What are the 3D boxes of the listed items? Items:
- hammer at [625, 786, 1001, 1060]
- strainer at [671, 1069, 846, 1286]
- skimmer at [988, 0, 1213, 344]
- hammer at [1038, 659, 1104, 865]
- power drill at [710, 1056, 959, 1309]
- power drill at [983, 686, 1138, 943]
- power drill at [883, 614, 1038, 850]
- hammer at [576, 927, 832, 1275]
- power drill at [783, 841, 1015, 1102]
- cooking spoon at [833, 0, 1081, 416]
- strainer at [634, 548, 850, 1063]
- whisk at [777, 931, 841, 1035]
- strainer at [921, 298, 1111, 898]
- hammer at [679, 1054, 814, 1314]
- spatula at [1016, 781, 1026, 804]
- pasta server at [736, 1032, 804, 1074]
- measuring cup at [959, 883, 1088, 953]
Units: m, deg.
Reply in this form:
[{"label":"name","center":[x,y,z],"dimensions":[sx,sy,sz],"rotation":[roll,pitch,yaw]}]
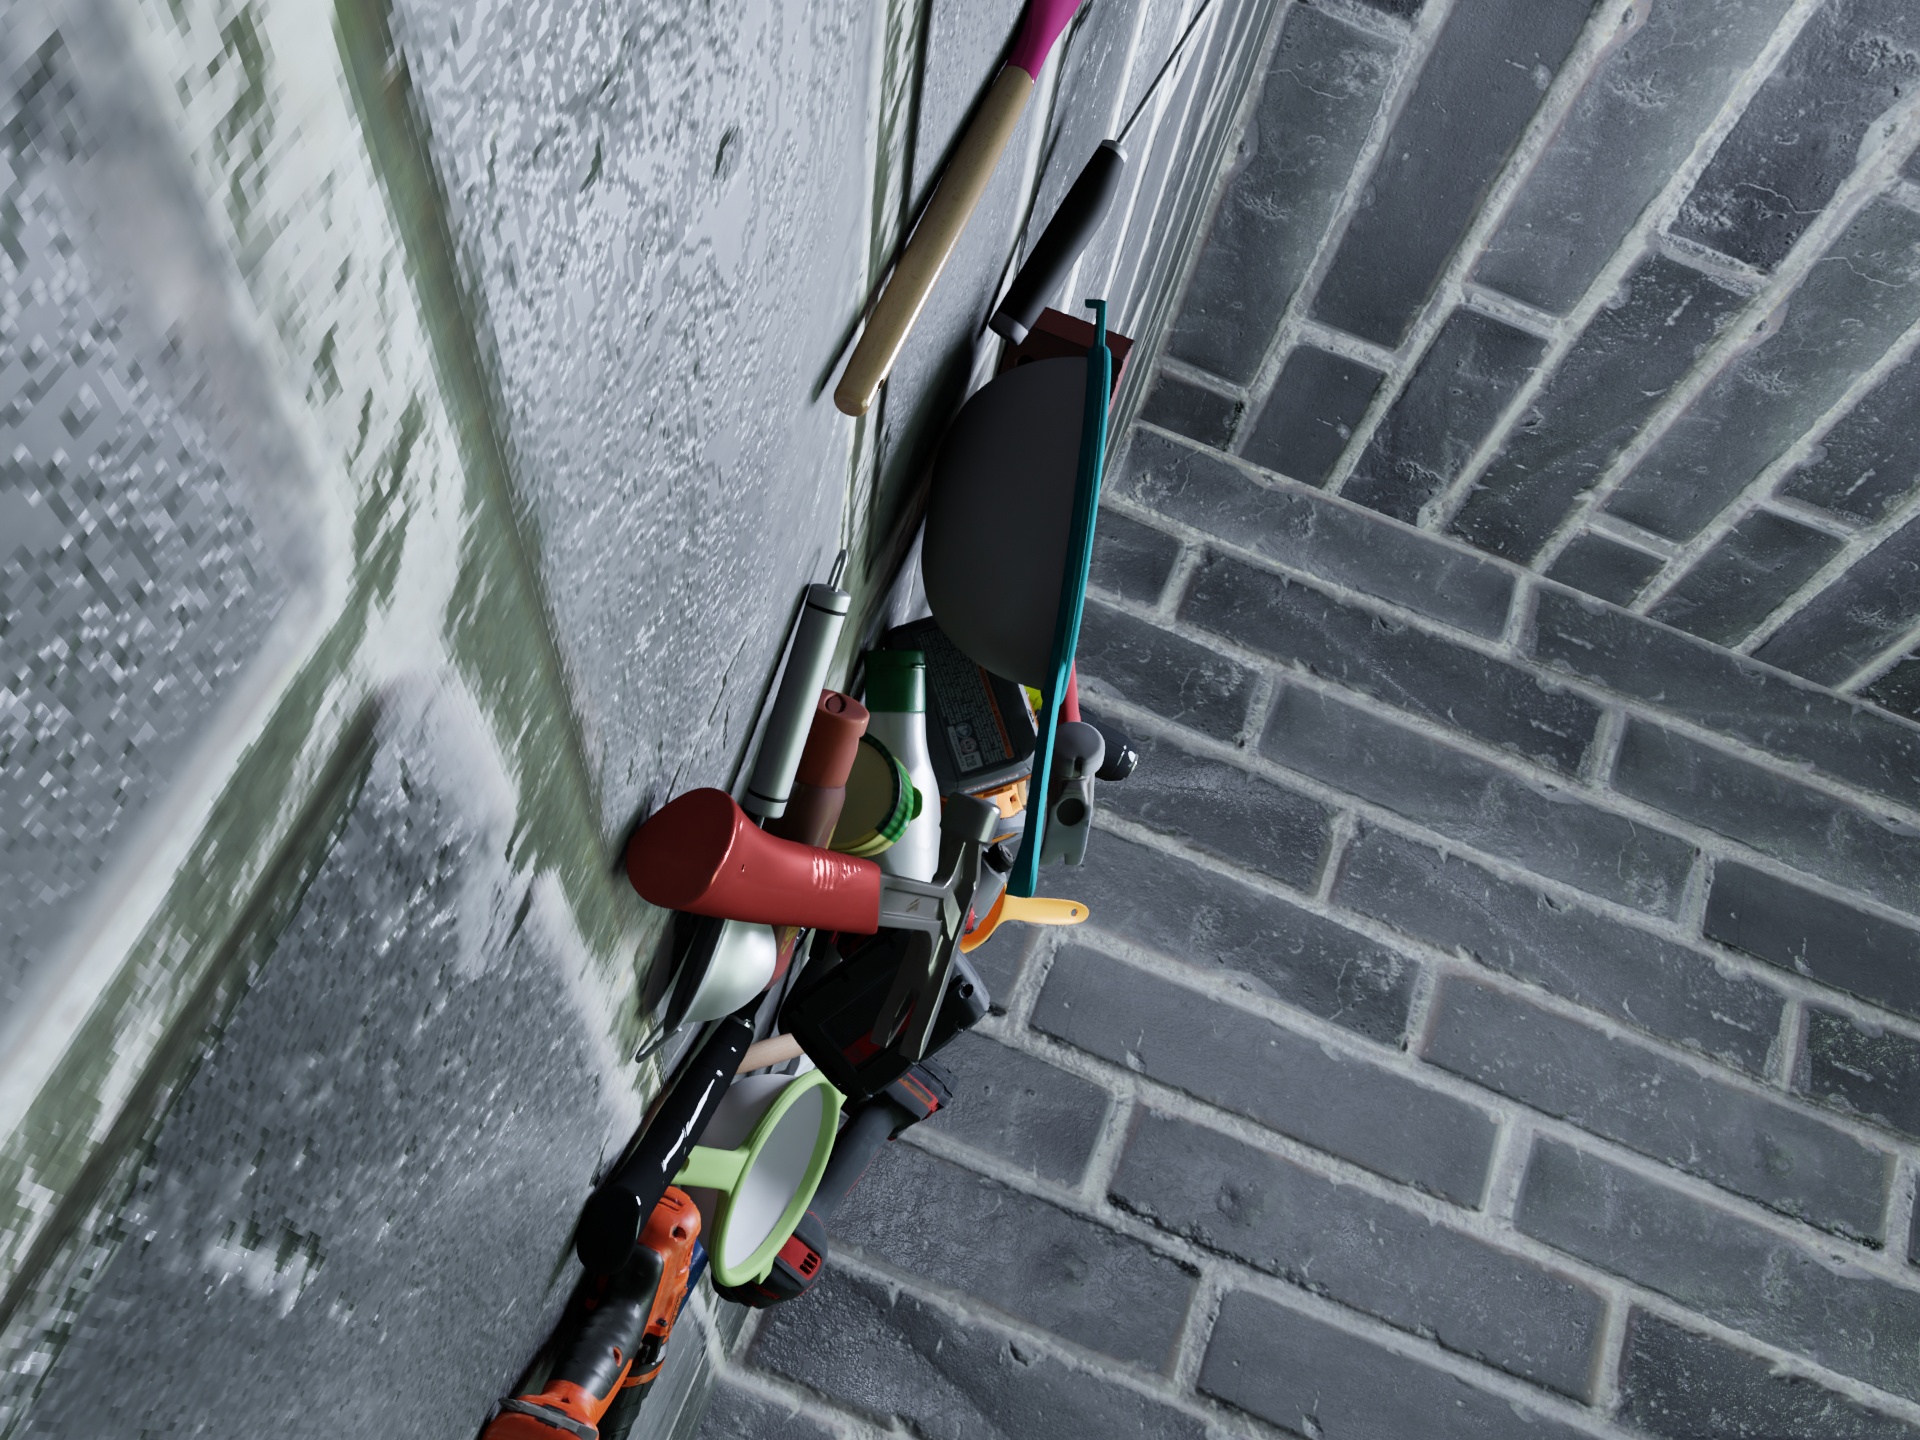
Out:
[{"label":"hammer","center":[-0.058,0.088,0.731],"dimensions":[0.359,0.037,0.149],"rotation":[30,78,-72]},{"label":"strainer","center":[-0.160,0.279,1.022],"dimensions":[0.151,0.069,0.256],"rotation":[-66,159,-11]},{"label":"skimmer","center":[0.095,-0.391,0.901],"dimensions":[0.363,0.090,0.127],"rotation":[-58,180,6]},{"label":"hammer","center":[0.068,-0.080,1.191],"dimensions":[0.143,0.038,0.387],"rotation":[93,-4,-51]},{"label":"power drill","center":[-0.111,0.362,1.256],"dimensions":[0.227,0.080,0.188],"rotation":[-52,-178,-33]},{"label":"power drill","center":[0.020,0.068,1.312],"dimensions":[0.228,0.190,0.080],"rotation":[-64,-178,7]},{"label":"power drill","center":[-0.002,-0.004,1.103],"dimensions":[0.226,0.084,0.164],"rotation":[88,-16,-75]},{"label":"hammer","center":[-0.130,0.178,0.960],"dimensions":[0.409,0.036,0.149],"rotation":[-60,172,-62]},{"label":"power drill","center":[-0.030,0.152,1.061],"dimensions":[0.143,0.078,0.220],"rotation":[-38,-175,13]},{"label":"cooking spoon","center":[0.015,-0.247,0.656],"dimensions":[0.068,0.017,0.319],"rotation":[103,9,-64]},{"label":"strainer","center":[-0.090,0.046,0.727],"dimensions":[0.087,0.050,0.258],"rotation":[-121,-132,-75]},{"label":"whisk","center":[-0.091,0.154,1.226],"dimensions":[0.295,0.073,0.073],"rotation":[-64,179,37]},{"label":"strainer","center":[0.018,-0.062,0.892],"dimensions":[0.210,0.095,0.341],"rotation":[97,2,-60]},{"label":"hammer","center":[-0.178,0.363,1.243],"dimensions":[0.144,0.035,0.406],"rotation":[-60,179,27]},{"label":"spatula","center":[0.048,-0.089,1.365],"dimensions":[0.081,0.041,0.323],"rotation":[60,26,-85]},{"label":"pasta server","center":[-0.120,0.227,1.147],"dimensions":[0.060,0.040,0.316],"rotation":[-50,166,6]},{"label":"measuring cup","center":[0.021,0.140,1.266],"dimensions":[0.052,0.173,0.095],"rotation":[23,-79,57]}]
